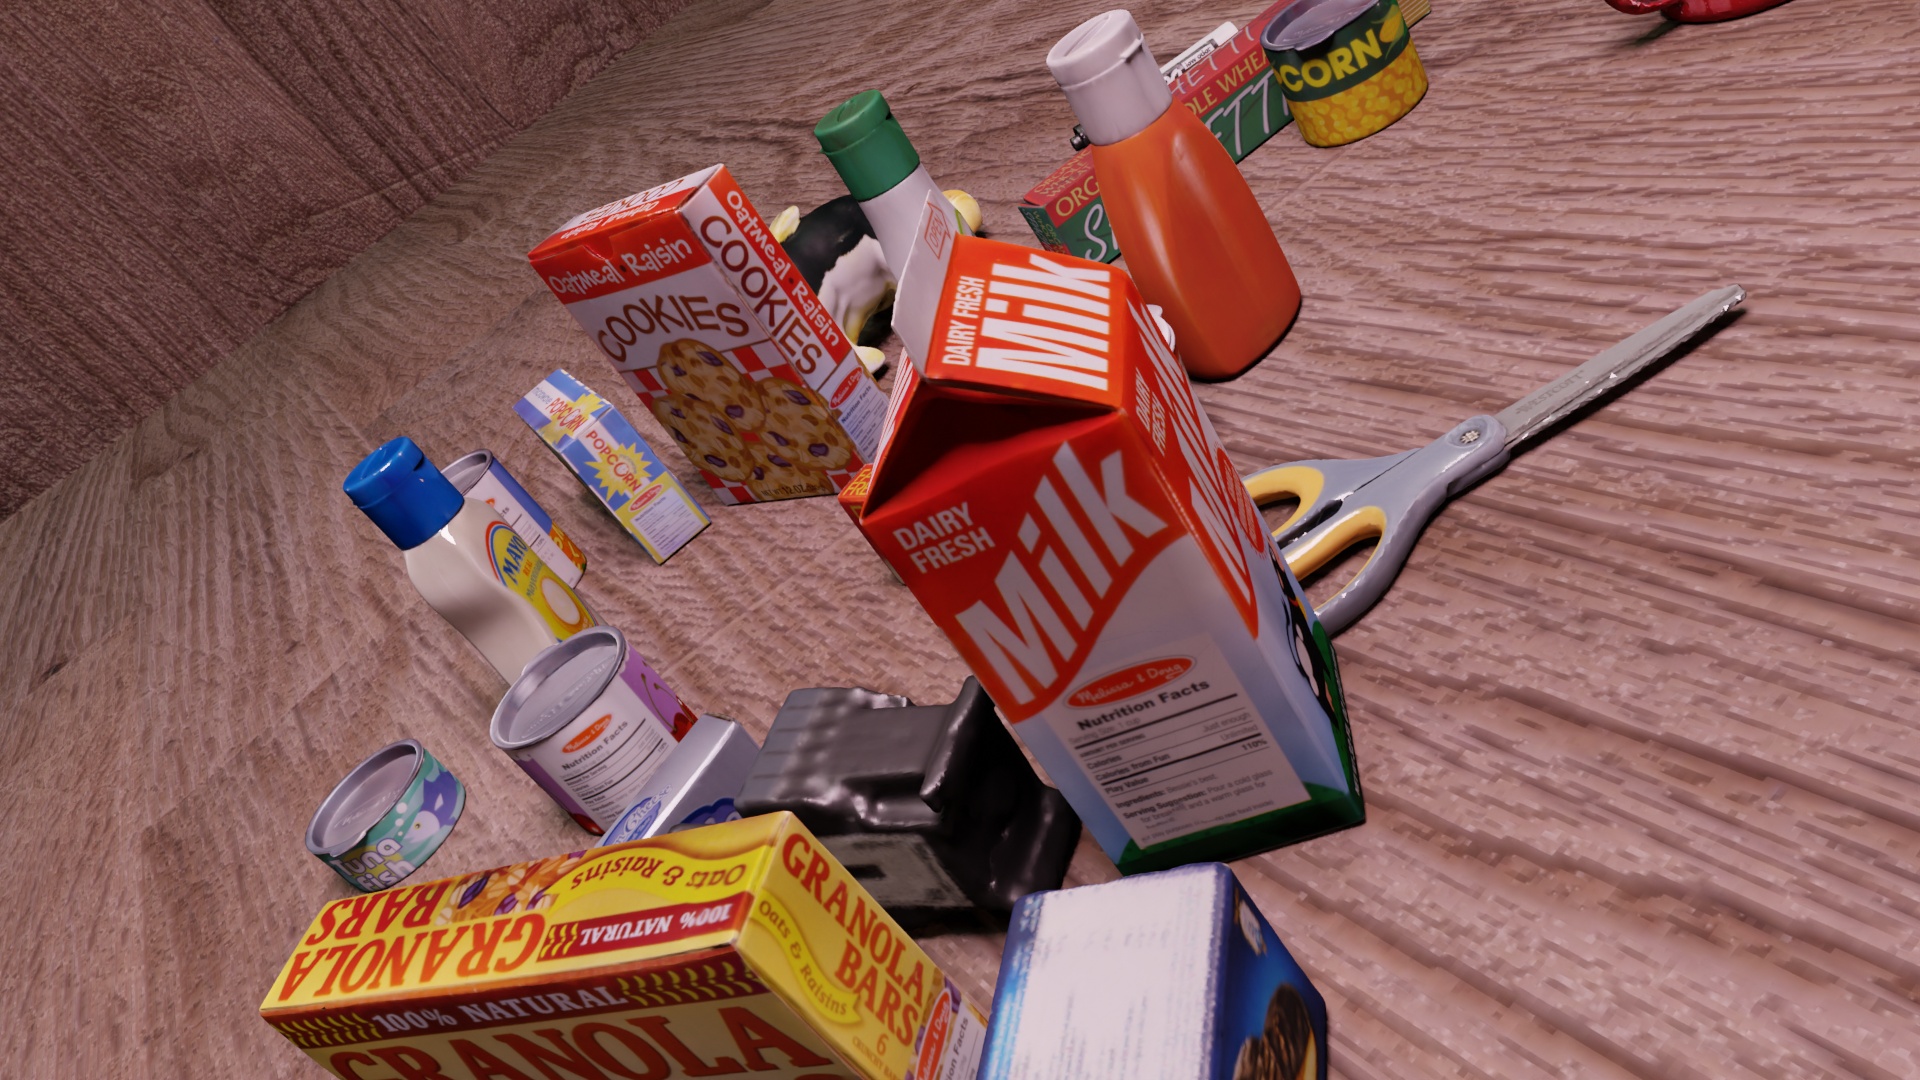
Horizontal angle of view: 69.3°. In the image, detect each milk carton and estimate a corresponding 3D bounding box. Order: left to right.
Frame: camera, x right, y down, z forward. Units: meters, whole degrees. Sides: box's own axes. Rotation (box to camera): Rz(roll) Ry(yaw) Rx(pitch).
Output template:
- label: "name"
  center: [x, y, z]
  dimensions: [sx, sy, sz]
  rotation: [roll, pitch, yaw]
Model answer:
- label: "milk carton"
  center: [0.036, 0.000, 0.370]
  dimensions: [0.073, 0.190, 0.073]
  rotation: [-22, 32, 22]

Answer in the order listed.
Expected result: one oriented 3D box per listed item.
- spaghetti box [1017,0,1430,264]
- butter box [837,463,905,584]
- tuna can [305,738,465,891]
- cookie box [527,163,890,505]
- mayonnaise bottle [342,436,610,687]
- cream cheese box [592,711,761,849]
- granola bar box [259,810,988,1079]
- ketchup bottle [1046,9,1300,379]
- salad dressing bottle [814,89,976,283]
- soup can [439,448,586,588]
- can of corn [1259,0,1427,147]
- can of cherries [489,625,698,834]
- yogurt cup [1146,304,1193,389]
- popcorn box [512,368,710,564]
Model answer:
- label: "spaghetti box"
  center: [0.142, -0.231, 0.736]
  dimensions: [0.250, 0.050, 0.029]
  rotation: [-39, 30, -6]
- label: "butter box"
  center: [0.002, -0.007, 0.552]
  dimensions: [0.103, 0.053, 0.024]
  rotation: [0, 45, 45]
- label: "tuna can"
  center: [-0.268, 0.130, 0.648]
  dimensions: [0.071, 0.032, 0.071]
  rotation: [-25, 31, 17]
- label: "cookie box"
  center: [-0.116, -0.092, 0.678]
  dimensions: [0.123, 0.167, 0.040]
  rotation: [-4, 42, 43]
- label: "mayonnaise bottle"
  center: [-0.219, 0.018, 0.644]
  dimensions: [0.041, 0.147, 0.065]
  rotation: [-28, 30, 12]
- label: "cream cheese box"
  center: [-0.099, 0.116, 0.478]
  dimensions: [0.024, 0.053, 0.104]
  rotation: [3, 47, 47]
- label: "granola bar box"
  center: [-0.080, 0.134, 0.361]
  dimensions: [0.165, 0.124, 0.039]
  rotation: [-17, 34, 29]
- label: "ketchup bottle"
  center: [0.086, -0.139, 0.562]
  dimensions: [0.043, 0.148, 0.065]
  rotation: [10, 52, 51]
- label: "salad dressing bottle"
  center: [-0.016, -0.145, 0.674]
  dimensions: [0.044, 0.147, 0.064]
  rotation: [-25, 31, 18]
- label: "soup can"
  center: [-0.262, 0.000, 0.776]
  dimensions: [0.071, 0.083, 0.072]
  rotation: [-25, 31, 17]
- label: "can of corn"
  center: [0.190, -0.236, 0.687]
  dimensions: [0.071, 0.058, 0.071]
  rotation: [-25, 31, 17]
- label: "can of cherries"
  center: [-0.150, 0.078, 0.579]
  dimensions: [0.071, 0.058, 0.072]
  rotation: [-25, 31, 17]
- label: "yogurt cup"
  center: [0.064, -0.049, 0.550]
  dimensions: [0.072, 0.053, 0.073]
  rotation: [-25, 31, 17]
- label: "popcorn box"
  center: [-0.196, -0.044, 0.772]
  dimensions: [0.038, 0.085, 0.127]
  rotation: [-42, 30, -11]
